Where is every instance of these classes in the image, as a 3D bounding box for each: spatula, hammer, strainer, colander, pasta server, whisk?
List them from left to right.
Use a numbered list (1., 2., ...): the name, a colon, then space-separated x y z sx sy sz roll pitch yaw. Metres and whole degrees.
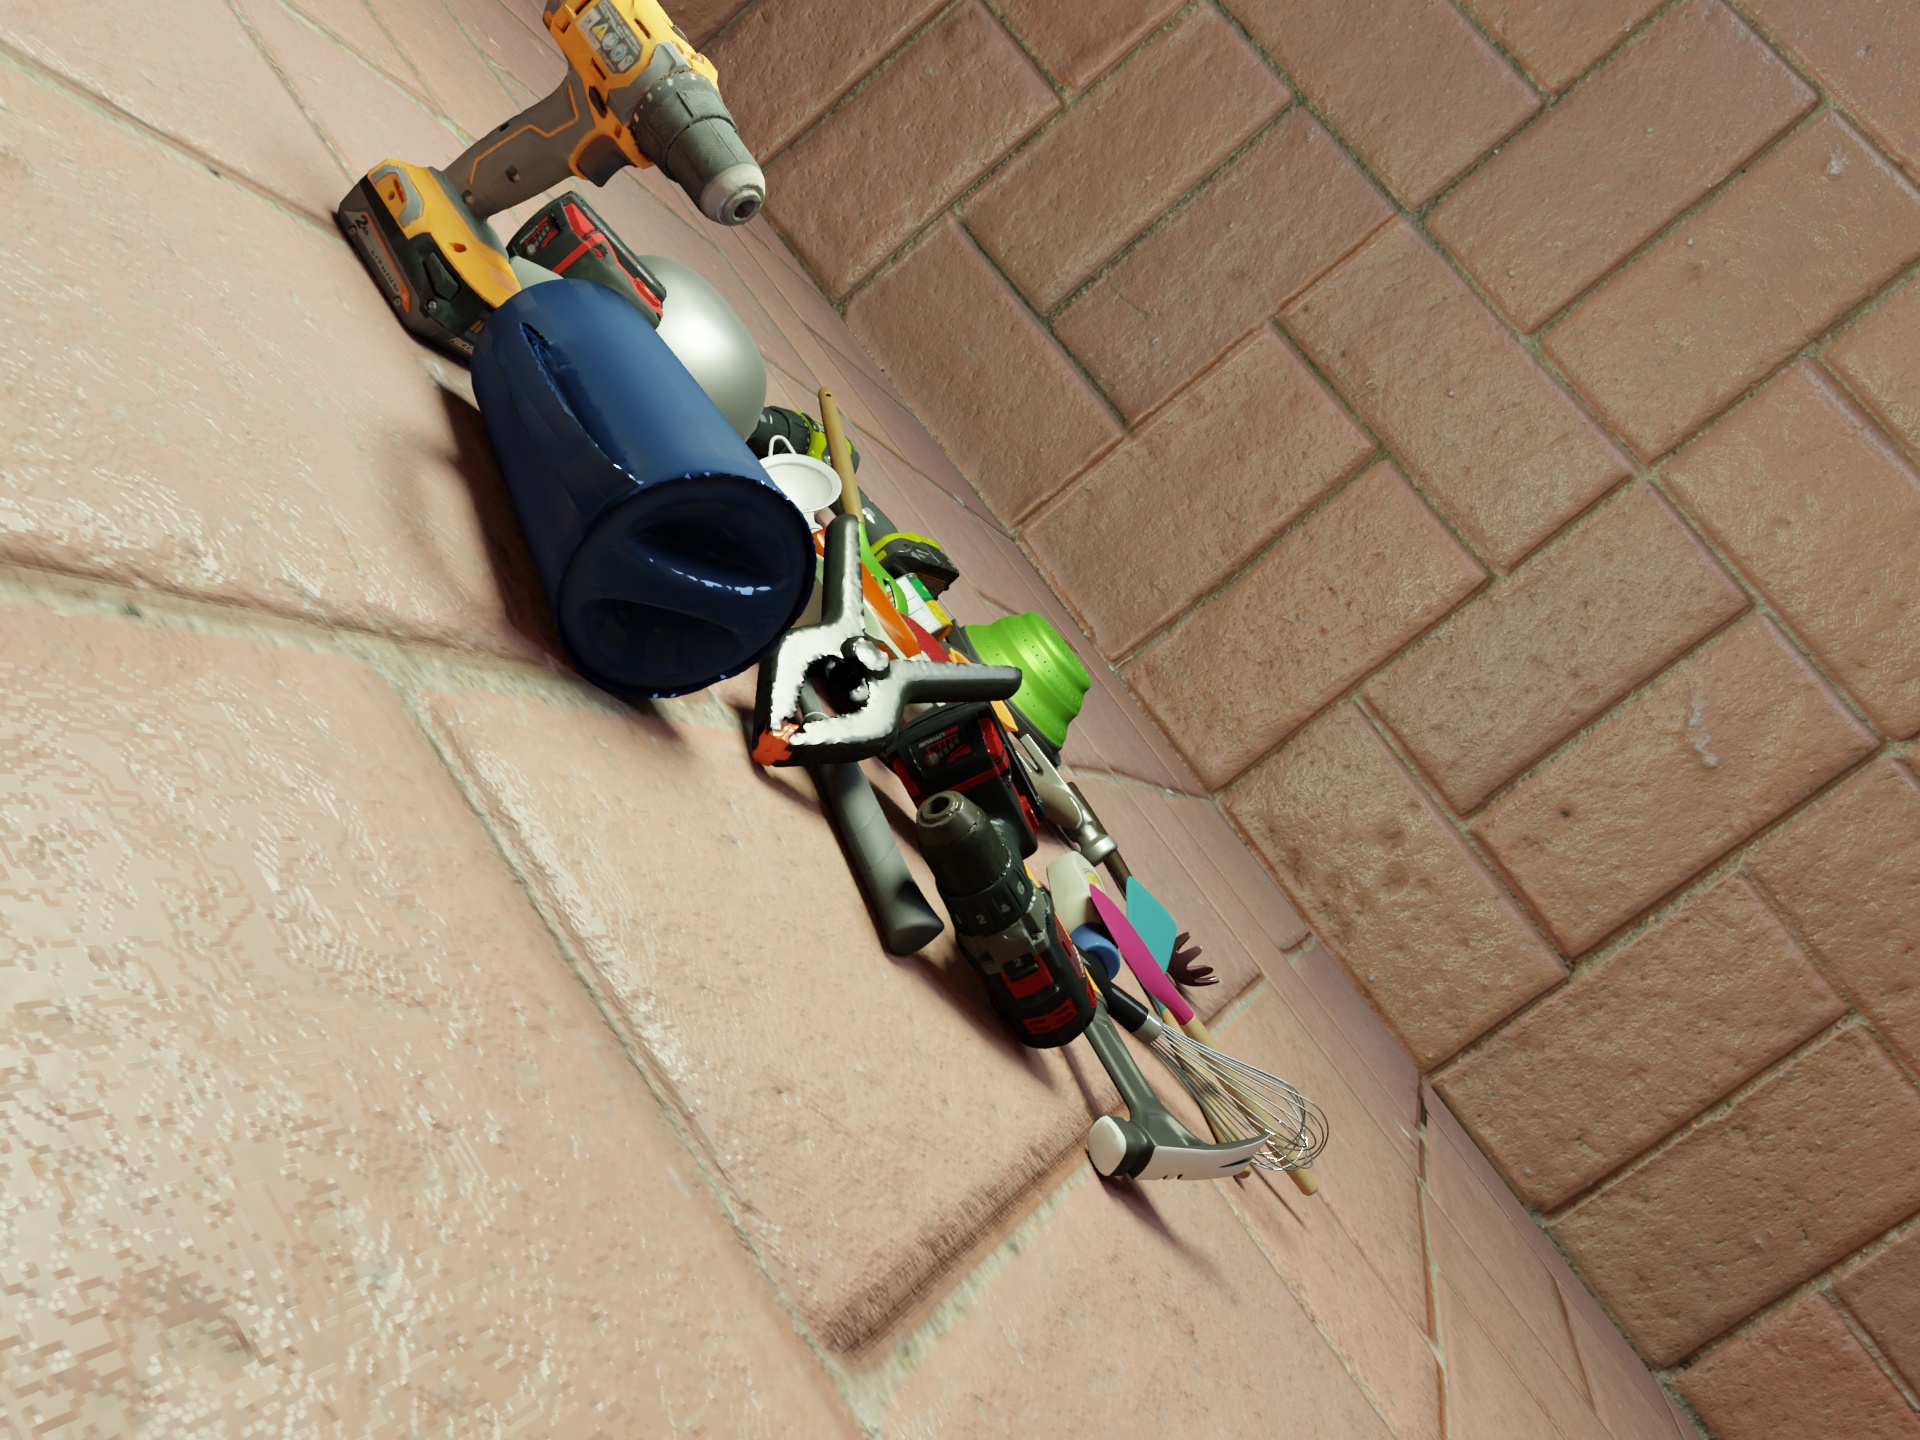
1. strainer: -0.200 -0.275 1.326 0.341 0.095 0.210 55 10 26
2. strainer: -0.128 -0.160 1.351 0.259 0.087 0.050 -116 -157 -48
3. hammer: -0.096 -0.008 1.021 0.149 0.036 0.409 40 16 -45
4. colander: 0.053 -0.068 1.714 0.205 0.094 0.396 55 10 19
5. hammer: 0.057 0.054 1.375 0.146 0.038 0.410 52 5 13
6. hammer: 0.077 0.170 1.073 0.127 0.034 0.337 12 30 -34
7. pasta server: 0.175 0.159 1.619 0.060 0.040 0.317 59 2 -41
8. whisk: 0.159 0.244 1.169 0.284 0.070 0.070 39 13 -13
9. spatula: 0.191 0.256 1.332 0.082 0.044 0.318 46 12 -31

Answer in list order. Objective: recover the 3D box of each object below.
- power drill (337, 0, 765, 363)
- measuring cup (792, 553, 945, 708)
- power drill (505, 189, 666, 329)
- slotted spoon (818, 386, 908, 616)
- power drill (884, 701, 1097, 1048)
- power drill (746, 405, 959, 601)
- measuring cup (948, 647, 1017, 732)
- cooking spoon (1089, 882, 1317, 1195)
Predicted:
1. power drill: -0.231 -0.306 0.923 0.185 0.226 0.084 55 11 17
2. measuring cup: -0.062 -0.041 1.079 0.167 0.038 0.083 48 12 -19
3. power drill: -0.277 -0.295 1.131 0.143 0.078 0.220 45 14 -28
4. slotted spoon: -0.099 -0.191 1.417 0.070 0.031 0.314 2 51 -21
5. power drill: 0.011 0.075 0.999 0.227 0.080 0.187 -108 171 -57
6. power drill: -0.116 -0.207 1.522 0.229 0.080 0.190 52 14 15
7. measuring cup: -0.002 -0.004 1.377 0.095 0.052 0.174 51 12 -5
8. cooking spoon: 0.192 0.254 1.254 0.318 0.017 0.069 54 10 -12
